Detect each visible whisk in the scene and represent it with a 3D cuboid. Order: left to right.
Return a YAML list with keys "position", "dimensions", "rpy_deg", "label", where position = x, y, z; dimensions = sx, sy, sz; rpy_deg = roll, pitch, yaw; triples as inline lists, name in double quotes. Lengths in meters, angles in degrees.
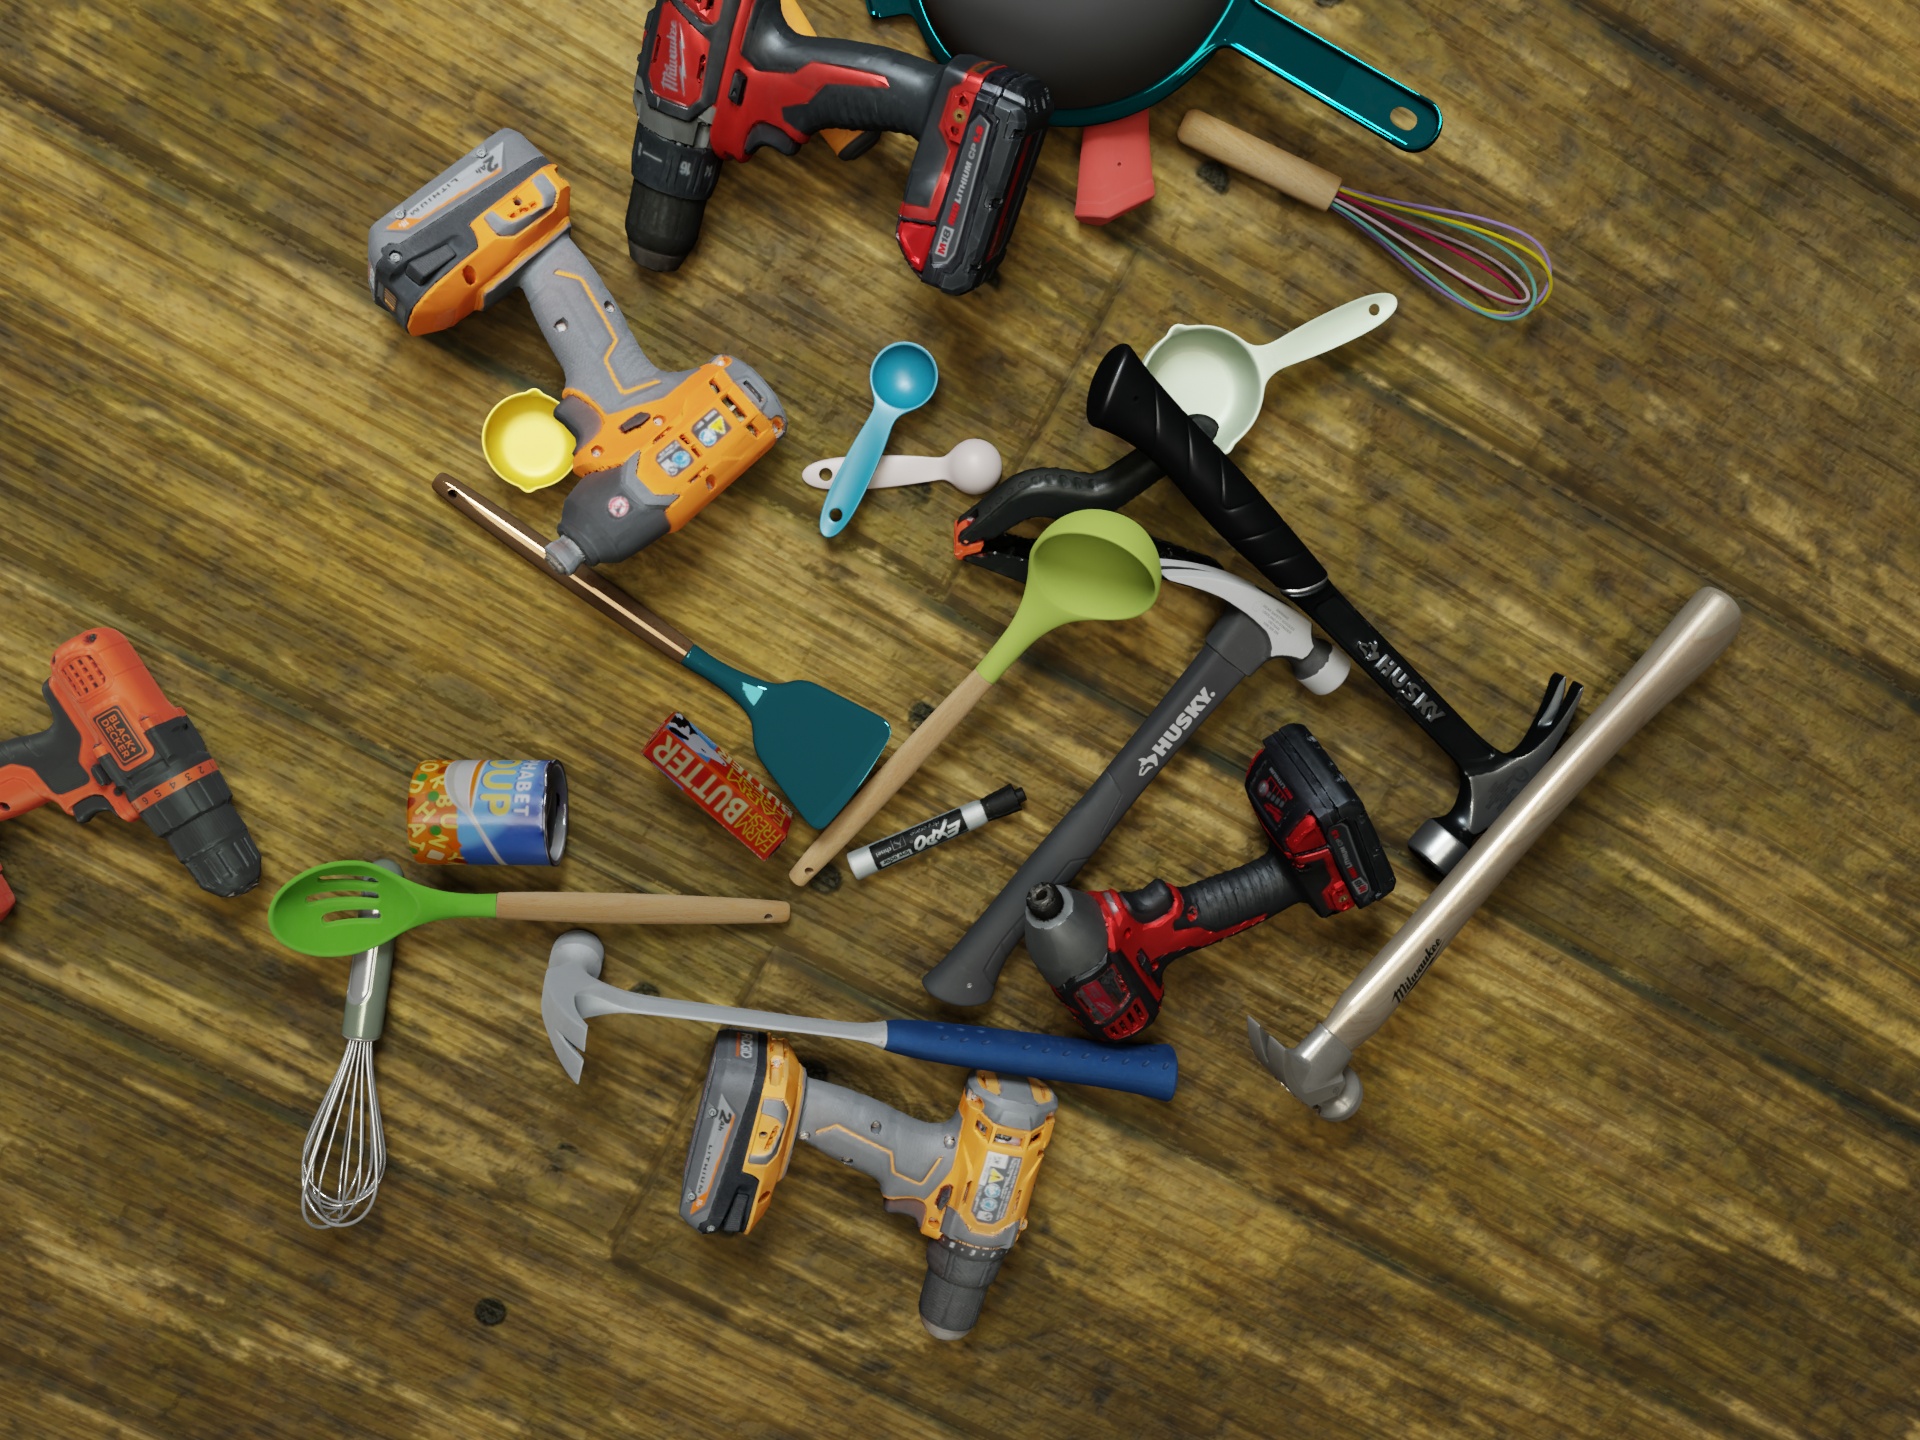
- position: [-0.386, 0.209, 1.019]
  dimensions: [0.058, 0.059, 0.246]
  rpy_deg: [13, 96, 23]
  label: "whisk"
- position: [0.241, -0.302, 0.954]
  dimensions: [0.245, 0.047, 0.051]
  rpy_deg: [25, 87, -2]
  label: "whisk"

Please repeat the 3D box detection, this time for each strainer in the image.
- position: [0.107, -0.402, 0.848]
  dimensions: [0.340, 0.095, 0.211]
  rpy_deg: [35, 109, 9]
  label: "strainer"

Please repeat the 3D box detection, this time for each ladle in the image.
- position: [-0.002, -0.003, 0.967]
  dimensions: [0.078, 0.062, 0.320]
  rpy_deg: [36, 109, -20]
  label: "ladle"

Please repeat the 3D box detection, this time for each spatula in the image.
- position: [-0.190, -0.055, 0.978]
  dimensions: [0.317, 0.044, 0.082]
  rpy_deg: [35, 101, -7]
  label: "spatula"

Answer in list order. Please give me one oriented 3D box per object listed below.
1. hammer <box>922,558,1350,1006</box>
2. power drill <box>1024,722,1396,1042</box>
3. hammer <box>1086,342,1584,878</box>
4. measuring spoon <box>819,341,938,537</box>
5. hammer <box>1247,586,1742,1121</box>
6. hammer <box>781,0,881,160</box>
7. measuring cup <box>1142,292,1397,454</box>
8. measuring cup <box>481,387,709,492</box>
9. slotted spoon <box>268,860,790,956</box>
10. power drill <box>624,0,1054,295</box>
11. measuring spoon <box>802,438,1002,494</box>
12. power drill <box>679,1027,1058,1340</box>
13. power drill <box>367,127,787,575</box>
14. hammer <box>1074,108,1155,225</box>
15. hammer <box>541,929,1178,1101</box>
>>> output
- position: [0.088, 0.049, 1.003]
  dimensions: [0.146, 0.035, 0.334]
  rpy_deg: [35, 101, -25]
  label: "hammer"
- position: [0.145, 0.104, 0.982]
  dimensions: [0.219, 0.079, 0.143]
  rpy_deg: [-31, 133, 4]
  label: "power drill"
- position: [0.221, -0.074, 0.948]
  dimensions: [0.408, 0.036, 0.149]
  rpy_deg: [41, 93, -24]
  label: "hammer"
- position: [-0.052, -0.169, 0.972]
  dimensions: [0.042, 0.021, 0.128]
  rpy_deg: [28, 97, 7]
  label: "measuring spoon"
- position: [0.336, 0.073, 0.985]
  dimensions: [0.410, 0.038, 0.146]
  rpy_deg: [-48, 141, -2]
  label: "hammer"
- position: [-0.162, -0.464, 0.908]
  dimensions: [0.127, 0.034, 0.336]
  rpy_deg: [-37, 100, 4]
  label: "hammer"
- position: [0.184, -0.220, 0.968]
  dimensions: [0.167, 0.038, 0.083]
  rpy_deg: [-25, 101, 0]
  label: "measuring cup"
- position: [-0.211, -0.164, 0.971]
  dimensions: [0.156, 0.029, 0.062]
  rpy_deg: [4, 94, -15]
  label: "measuring cup"
- position: [-0.264, 0.118, 0.998]
  dimensions: [0.313, 0.031, 0.070]
  rpy_deg: [2, 118, -12]
  label: "slotted spoon"
- position: [-0.081, -0.314, 0.894]
  dimensions: [0.227, 0.080, 0.187]
  rpy_deg: [24, 120, 4]
  label: "power drill"
- position: [-0.036, -0.153, 0.979]
  dimensions: [0.124, 0.018, 0.034]
  rpy_deg: [-3, 101, -1]
  label: "measuring spoon"
- position: [-0.065, 0.303, 1.035]
  dimensions: [0.226, 0.084, 0.185]
  rpy_deg: [13, 101, -9]
  label: "power drill"
- position: [-0.230, -0.201, 0.909]
  dimensions: [0.226, 0.084, 0.164]
  rpy_deg: [47, 71, -10]
  label: "power drill"
- position: [0.096, -0.473, 0.917]
  dimensions: [0.149, 0.037, 0.359]
  rpy_deg: [7, 100, -4]
  label: "hammer"
- position: [-0.058, 0.200, 1.000]
  dimensions: [0.405, 0.144, 0.035]
  rpy_deg: [10, 104, -11]
  label: "hammer"
